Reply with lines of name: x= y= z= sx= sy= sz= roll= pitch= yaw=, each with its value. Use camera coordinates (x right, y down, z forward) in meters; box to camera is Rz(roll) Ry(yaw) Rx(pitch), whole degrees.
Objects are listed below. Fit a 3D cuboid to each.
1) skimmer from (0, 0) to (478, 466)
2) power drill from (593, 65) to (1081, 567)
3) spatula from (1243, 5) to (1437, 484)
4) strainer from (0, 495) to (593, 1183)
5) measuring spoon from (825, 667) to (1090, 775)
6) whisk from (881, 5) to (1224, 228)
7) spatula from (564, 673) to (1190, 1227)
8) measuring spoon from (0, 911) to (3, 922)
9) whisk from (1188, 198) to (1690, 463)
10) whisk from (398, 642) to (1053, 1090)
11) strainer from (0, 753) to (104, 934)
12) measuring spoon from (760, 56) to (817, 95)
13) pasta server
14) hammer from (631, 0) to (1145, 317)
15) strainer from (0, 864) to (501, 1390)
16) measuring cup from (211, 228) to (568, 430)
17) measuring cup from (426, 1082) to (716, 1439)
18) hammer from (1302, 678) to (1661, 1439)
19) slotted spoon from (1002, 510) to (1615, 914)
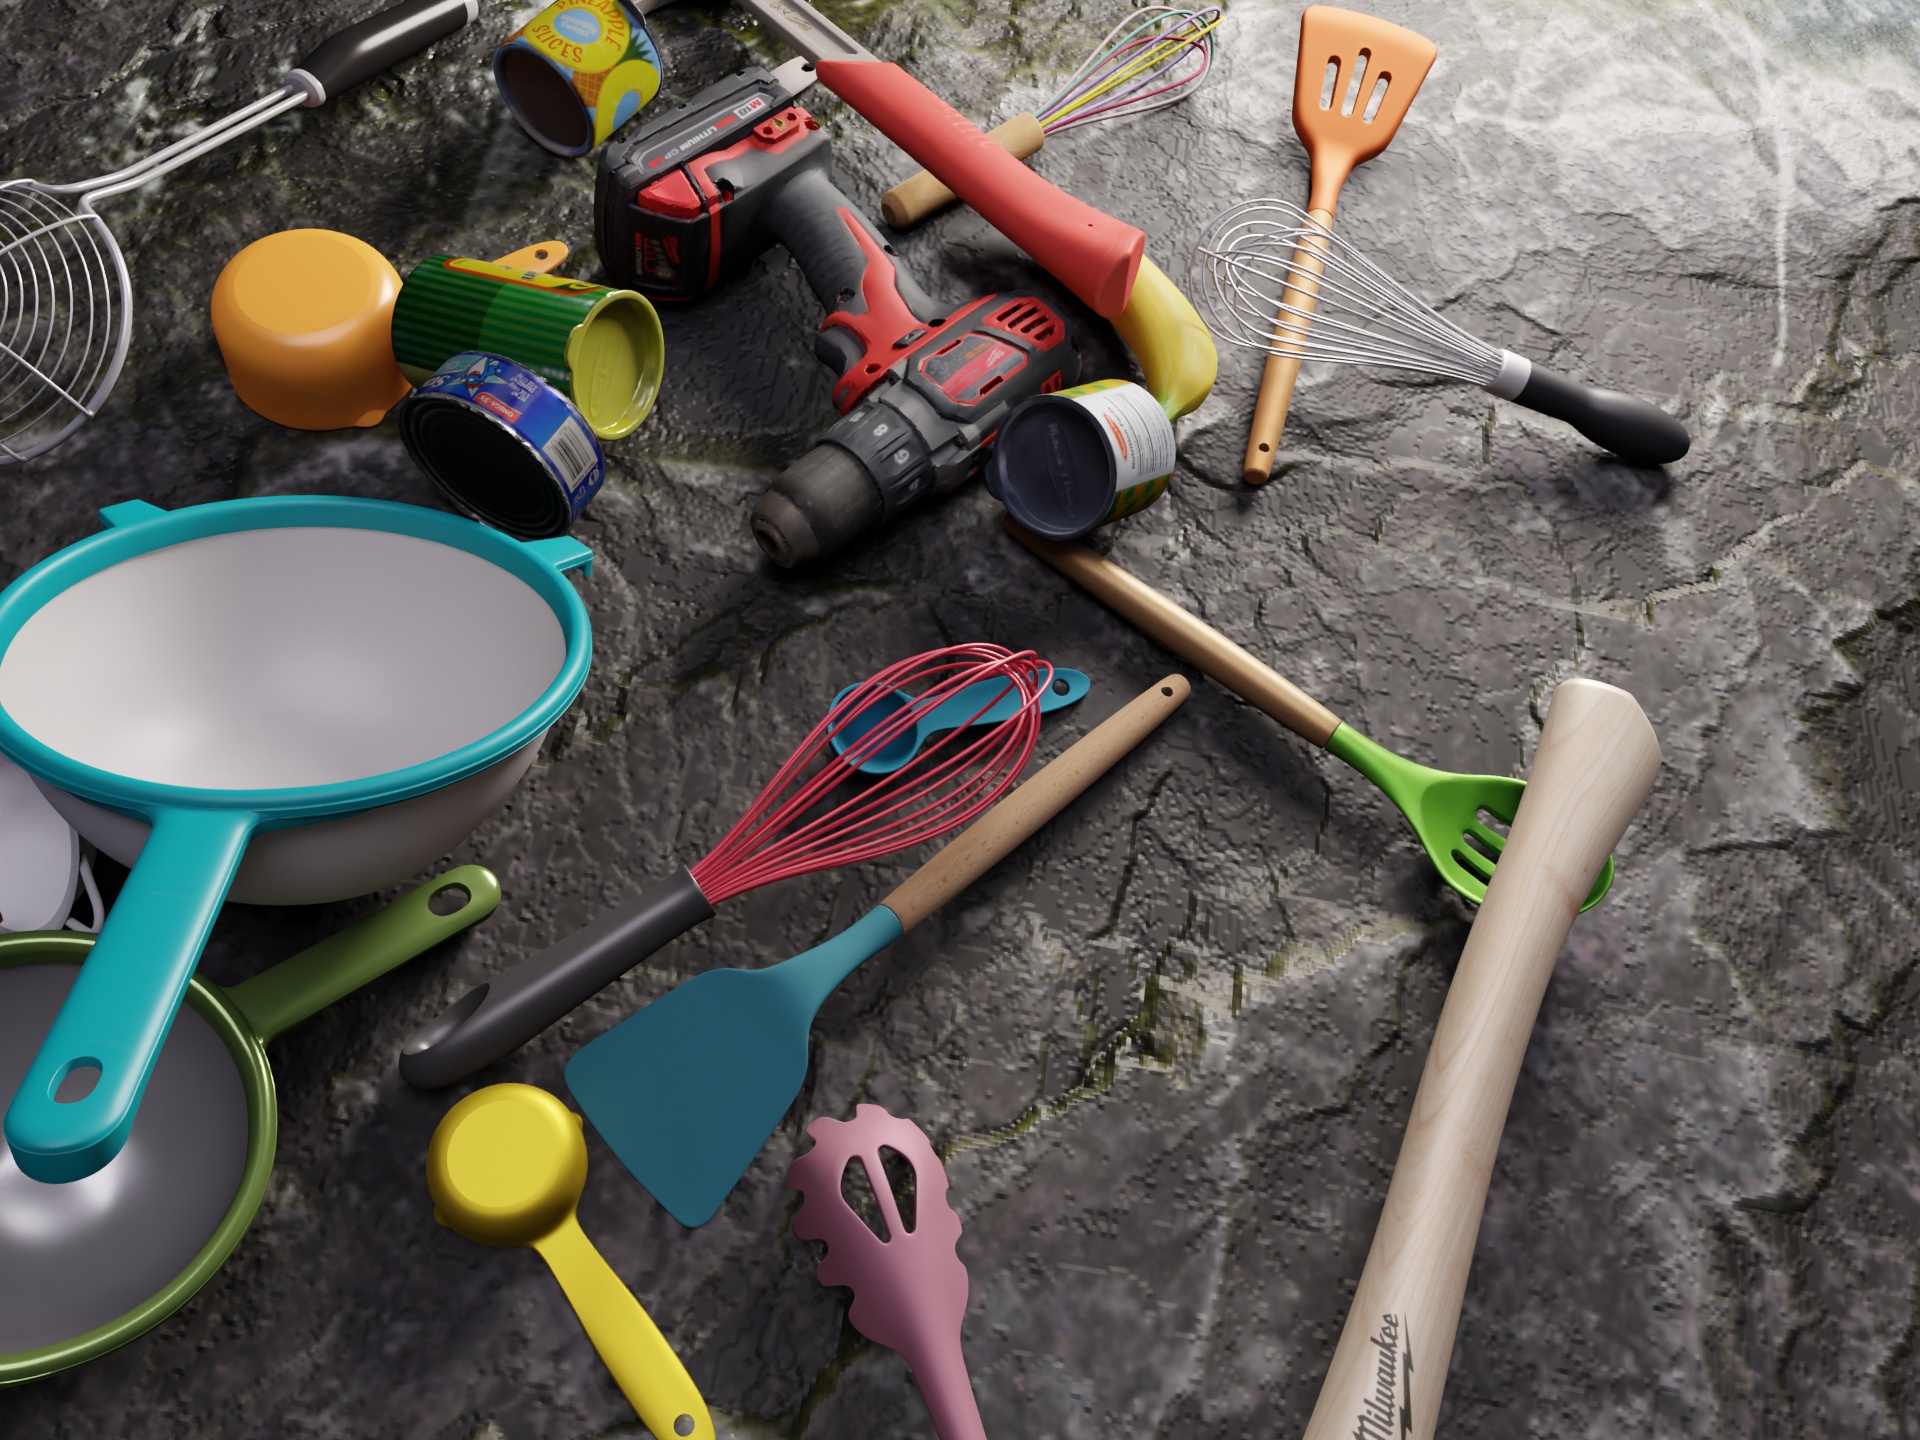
skimmer: x=-0.362 y=-0.260 z=0.780 sx=0.127 sy=0.090 sz=0.363 roll=28 pitch=51 yaw=11
power drill: x=-0.077 y=-0.188 z=0.758 sx=0.227 sy=0.080 sz=0.188 roll=44 pitch=65 yaw=12
spatula: x=0.191 y=-0.259 z=0.852 sx=0.081 sy=0.041 sz=0.323 roll=18 pitch=62 yaw=1
strainer: x=-0.243 y=0.040 z=0.552 sx=0.211 sy=0.095 sz=0.341 roll=4 pitch=35 yaw=-8
measuring spoon: x=-0.001 y=-0.002 z=0.704 sx=0.128 sy=0.021 sz=0.042 roll=-12 pitch=74 yaw=-24
whisk: x=0.054 y=-0.333 z=0.878 sx=0.245 sy=0.051 sz=0.047 roll=-36 pitch=51 yaw=-19
spatula: x=-0.013 y=0.071 z=0.657 sx=0.317 sy=0.044 sz=0.082 roll=-36 pitch=71 yaw=-28
measuring spoon: x=-0.407 y=0.066 z=0.588 sx=0.117 sy=0.021 sz=0.011 roll=4 pitch=99 yaw=12
whisk: x=0.246 y=-0.186 z=0.797 sx=0.284 sy=0.070 sz=0.070 roll=18 pitch=60 yaw=-12
whisk: x=-0.085 y=0.056 z=0.623 sx=0.296 sy=0.073 sz=0.073 roll=-33 pitch=71 yaw=-12
strainer: x=-0.416 y=0.017 z=0.616 sx=0.258 sy=0.050 sz=0.087 roll=25 pitch=105 yaw=11
measuring spoon: x=-0.111 y=-0.331 z=0.866 sx=0.034 sy=0.018 sz=0.124 roll=31 pitch=55 yaw=12
pasta server: x=0.012 y=0.281 z=0.545 sx=0.060 sy=0.040 sz=0.316 roll=-16 pitch=69 yaw=-16
hammer: x=-0.041 y=-0.315 z=0.822 sx=0.149 sy=0.036 sz=0.359 roll=-30 pitch=60 yaw=-22
strainer: x=-0.279 y=0.130 z=0.570 sx=0.151 sy=0.069 sz=0.256 roll=47 pitch=49 yaw=12
measuring cup: x=-0.265 y=-0.205 z=0.749 sx=0.173 sy=0.052 sz=0.095 roll=-32 pitch=70 yaw=-20
measuring cup: x=-0.135 y=0.195 z=0.565 sx=0.062 sy=0.029 sz=0.157 roll=-34 pitch=69 yaw=-23
hammer: x=0.180 y=0.155 z=0.608 sx=0.146 sy=0.038 sz=0.411 roll=24 pitch=67 yaw=6
slotted spoon: x=0.148 y=-0.009 z=0.720 sx=0.314 sy=0.031 sz=0.070 roll=35 pitch=63 yaw=13
